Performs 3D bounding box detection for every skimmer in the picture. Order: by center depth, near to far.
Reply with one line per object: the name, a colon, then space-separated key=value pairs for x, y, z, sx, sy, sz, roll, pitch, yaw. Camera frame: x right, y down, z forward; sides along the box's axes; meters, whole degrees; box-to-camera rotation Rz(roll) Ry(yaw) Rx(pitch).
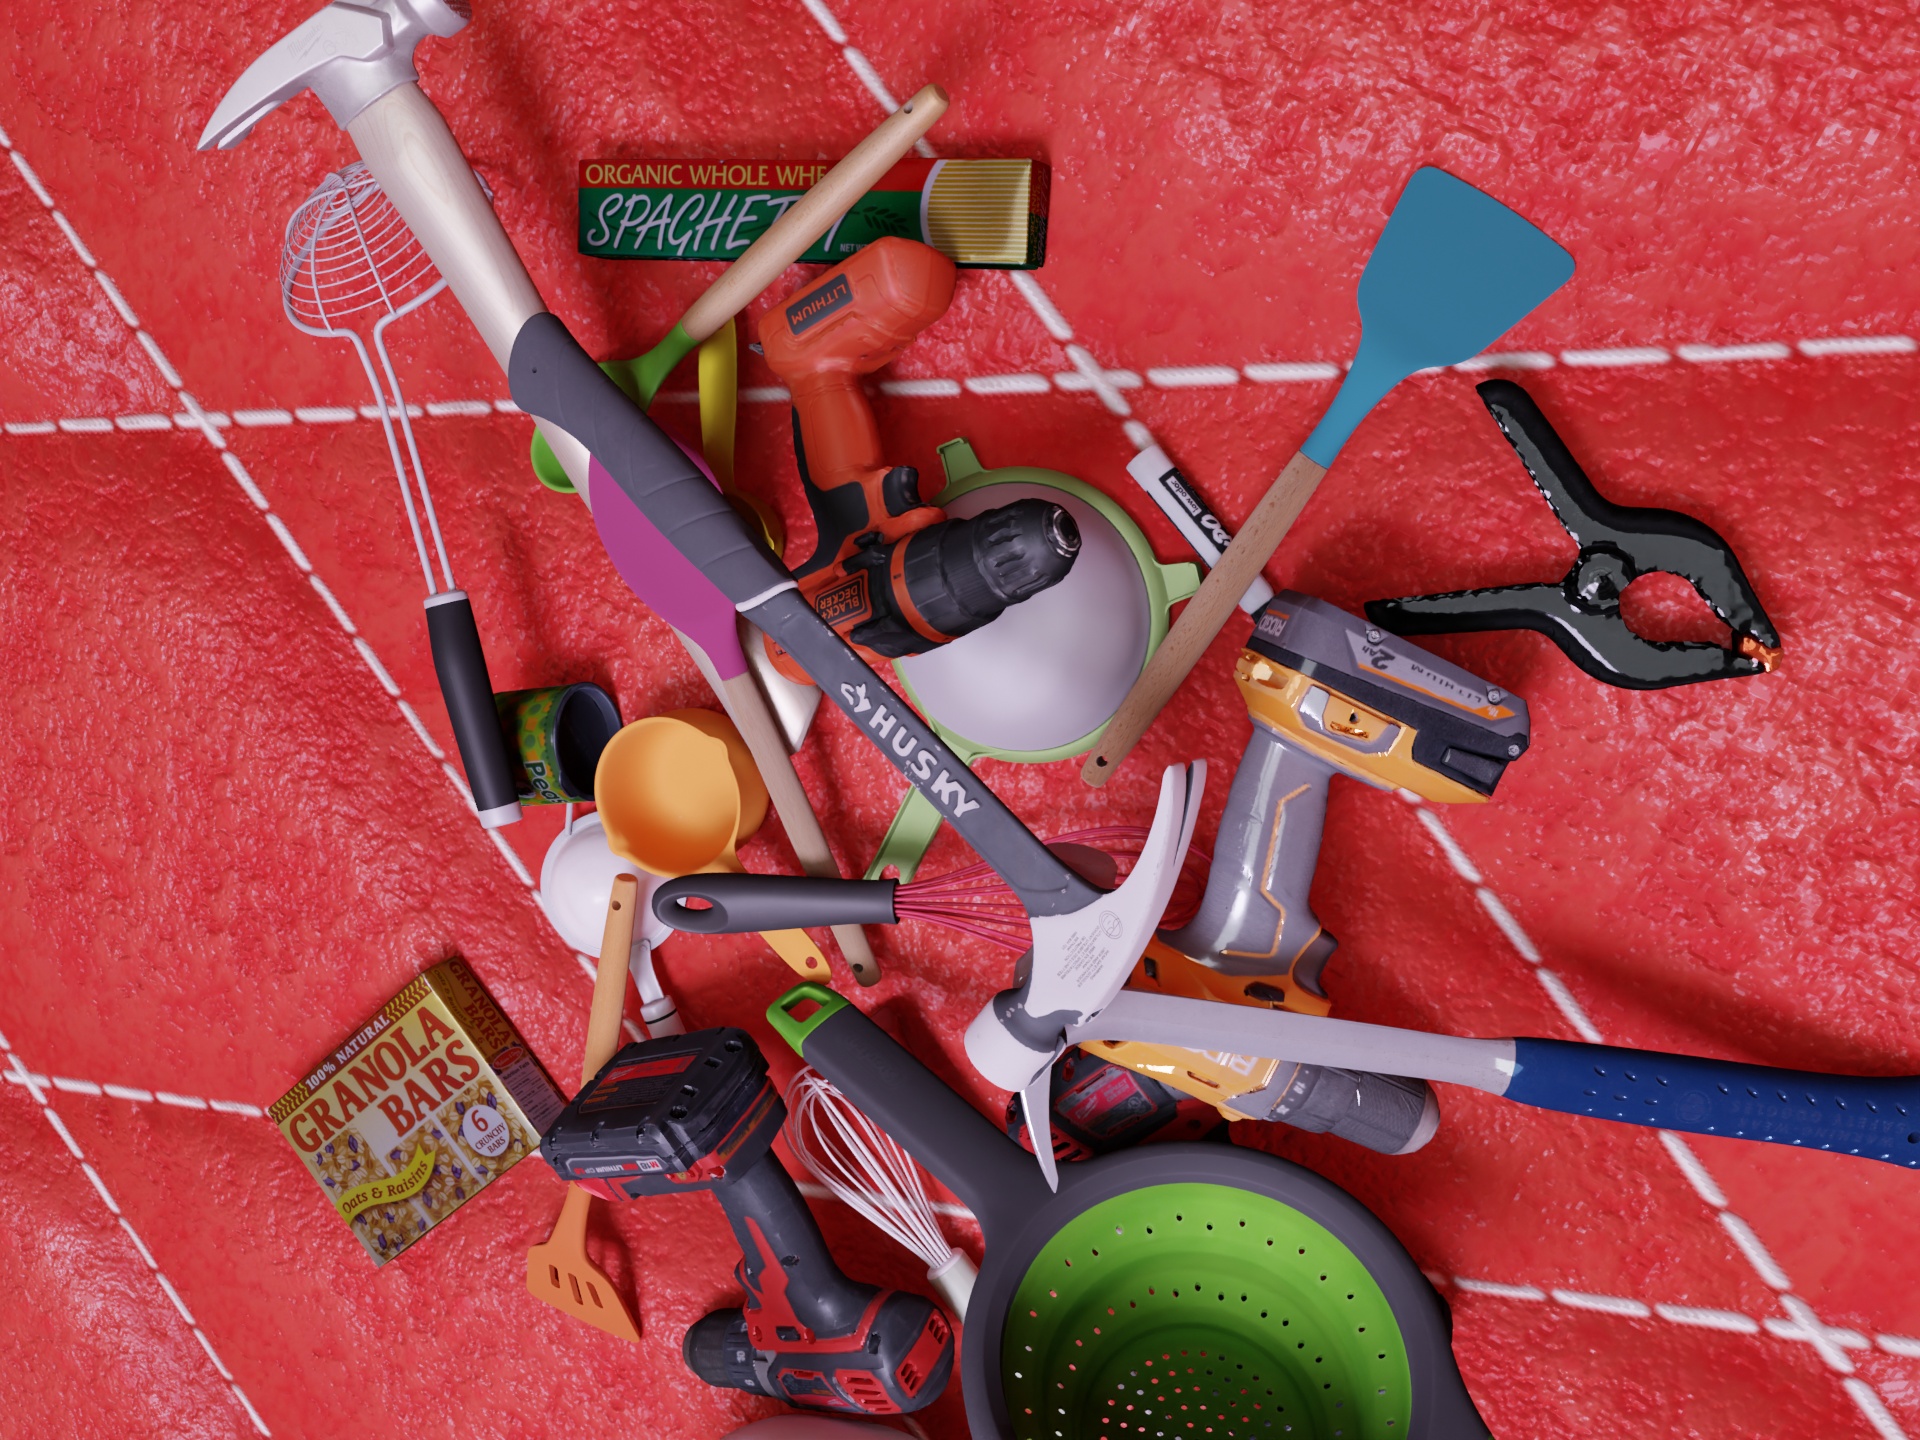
skimmer: x=-0.275 y=-0.126 z=0.850 sx=0.127 sy=0.090 sz=0.363 roll=-13 pitch=94 yaw=14

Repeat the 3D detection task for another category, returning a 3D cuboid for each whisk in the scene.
whisk: x=-0.013 y=0.091 z=0.794 sx=0.296 sy=0.073 sz=0.073 roll=-2 pitch=100 yaw=10
whisk: x=-0.013 y=0.289 z=0.867 sx=0.246 sy=0.059 sz=0.058 roll=52 pitch=156 yaw=0

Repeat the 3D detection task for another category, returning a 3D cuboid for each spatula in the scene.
spatula: x=0.149 y=-0.097 z=0.728 sx=0.082 sy=0.044 sz=0.317 roll=37 pitch=109 yaw=9
spatula: x=-0.207 y=0.229 z=0.909 sx=0.081 sy=0.041 sz=0.322 roll=18 pitch=111 yaw=15

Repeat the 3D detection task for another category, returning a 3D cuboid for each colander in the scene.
colander: x=0.048 y=0.258 z=0.737 sx=0.397 sy=0.204 sz=0.094 roll=33 pitch=144 yaw=35

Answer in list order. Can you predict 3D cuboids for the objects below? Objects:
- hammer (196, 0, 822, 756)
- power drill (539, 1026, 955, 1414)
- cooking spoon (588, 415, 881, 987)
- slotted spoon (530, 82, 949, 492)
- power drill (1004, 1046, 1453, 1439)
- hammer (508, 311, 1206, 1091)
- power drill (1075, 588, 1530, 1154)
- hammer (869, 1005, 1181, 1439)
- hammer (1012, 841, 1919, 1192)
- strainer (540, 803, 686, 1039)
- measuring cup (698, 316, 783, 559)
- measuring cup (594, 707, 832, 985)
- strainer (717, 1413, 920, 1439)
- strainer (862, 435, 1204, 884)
hammer: x=-0.202 y=-0.150 z=0.788 sx=0.146 sy=0.038 sz=0.410 roll=-27 pitch=105 yaw=16
power drill: x=-0.125 y=0.282 z=0.857 sx=0.188 sy=0.080 sz=0.226 roll=-18 pitch=111 yaw=40
cooking spoon: x=-0.104 y=-0.001 z=0.803 sx=0.069 sy=0.017 sz=0.318 roll=-16 pitch=108 yaw=17
slotted spoon: x=-0.115 y=-0.205 z=0.780 sx=0.313 sy=0.031 sz=0.070 roll=-31 pitch=65 yaw=37
power drill: x=0.136 y=0.243 z=0.787 sx=0.143 sy=0.078 sz=0.220 roll=-40 pitch=82 yaw=22
hammer: x=-0.067 y=-0.044 z=0.670 sx=0.409 sy=0.036 sz=0.149 roll=46 pitch=115 yaw=21
power drill: x=0.167 y=0.077 z=0.713 sx=0.185 sy=0.084 sz=0.226 roll=25 pitch=96 yaw=-8
hammer: x=0.056 y=0.302 z=0.823 sx=0.037 sy=0.149 sz=0.359 roll=-35 pitch=74 yaw=-16
hammer: x=0.219 y=0.151 z=0.676 sx=0.405 sy=0.035 sz=0.144 roll=9 pitch=103 yaw=-5
strainer: x=-0.174 y=0.157 z=0.902 sx=0.087 sy=0.050 sz=0.258 roll=-21 pitch=96 yaw=8
measuring cup: x=-0.120 y=-0.143 z=0.833 sx=0.062 sy=0.029 sz=0.156 roll=3 pitch=98 yaw=19
measuring cup: x=-0.119 y=0.068 z=0.859 sx=0.095 sy=0.052 sz=0.173 roll=-42 pitch=87 yaw=22
strainer: x=-0.092 y=0.396 z=0.805 sx=0.211 sy=0.340 sz=0.095 roll=-6 pitch=58 yaw=18
strainer: x=-0.001 y=-0.003 z=0.791 sx=0.151 sy=0.069 sz=0.256 roll=31 pitch=107 yaw=12
